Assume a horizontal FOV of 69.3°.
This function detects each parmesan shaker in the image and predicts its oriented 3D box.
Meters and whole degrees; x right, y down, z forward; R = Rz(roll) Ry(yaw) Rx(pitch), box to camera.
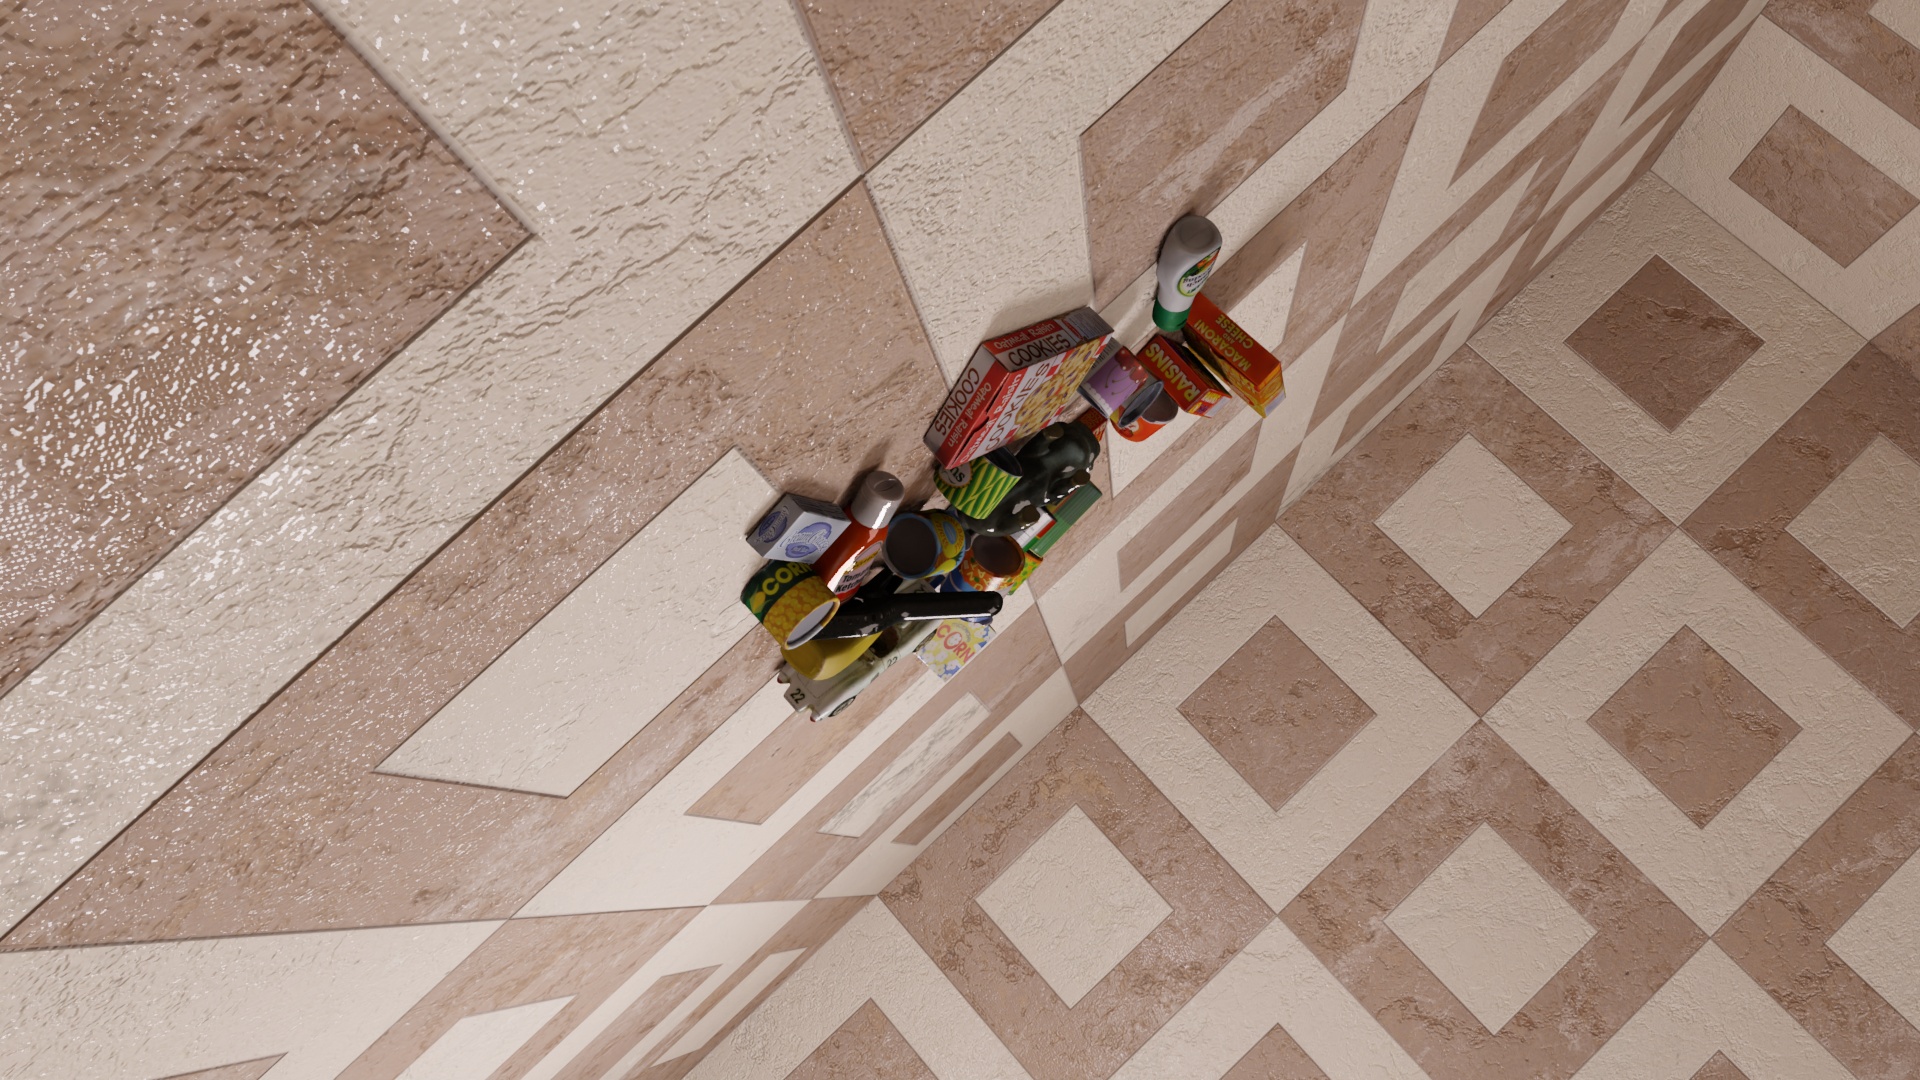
[{"bbox_3d":[0.104,-0.041,1.606,0.103,0.071,0.071,-47,165,7],"label":"parmesan shaker"}]

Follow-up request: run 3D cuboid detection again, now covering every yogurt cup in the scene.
[{"bbox_3d":[0.205,-0.148,1.577,0.073,0.072,0.053,-31,169,-38],"label":"yogurt cup"}]

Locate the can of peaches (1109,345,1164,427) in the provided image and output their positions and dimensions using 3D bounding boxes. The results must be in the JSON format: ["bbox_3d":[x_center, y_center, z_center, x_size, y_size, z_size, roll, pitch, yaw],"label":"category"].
[{"bbox_3d":[0.170,-0.161,1.459,0.071,0.058,0.071,-41,165,-13],"label":"can of peaches"}]

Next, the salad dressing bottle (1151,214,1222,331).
[{"bbox_3d":[0.215,-0.255,1.348,0.064,0.044,0.147,-38,164,-15],"label":"salad dressing bottle"}]

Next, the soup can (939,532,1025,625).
[{"bbox_3d":[0.025,0.039,1.466,0.072,0.071,0.083,-30,160,-41],"label":"soup can"}]

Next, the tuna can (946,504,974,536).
[{"bbox_3d":[0.005,-0.018,1.466,0.071,0.033,0.071,-40,165,-13],"label":"tuna can"}]

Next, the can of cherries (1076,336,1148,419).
[{"bbox_3d":[0.143,-0.162,1.364,0.058,0.071,0.071,-46,165,3],"label":"can of cherries"}]

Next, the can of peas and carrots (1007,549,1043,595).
[{"bbox_3d":[0.057,0.023,1.641,0.058,0.071,0.071,-49,164,16],"label":"can of peas and carrots"}]

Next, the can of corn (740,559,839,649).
[{"bbox_3d":[-0.147,0.052,1.212,0.071,0.058,0.071,-40,165,-13],"label":"can of corn"}]

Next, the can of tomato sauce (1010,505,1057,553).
[{"bbox_3d":[0.056,-0.016,1.541,0.083,0.071,0.071,-45,165,7],"label":"can of tomato sauce"}]

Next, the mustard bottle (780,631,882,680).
[{"bbox_3d":[-0.113,0.088,1.394,0.161,0.065,0.048,-28,155,-56],"label":"mustard bottle"}]

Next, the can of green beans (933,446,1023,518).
[{"bbox_3d":[0.016,-0.063,1.312,0.057,0.071,0.071,-49,164,21],"label":"can of green beans"}]

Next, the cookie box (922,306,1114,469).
[{"bbox_3d":[0.054,-0.138,1.254,0.168,0.040,0.122,-27,158,-47],"label":"cookie box"}]

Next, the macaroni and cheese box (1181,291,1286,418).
[{"bbox_3d":[0.307,-0.206,1.564,0.040,0.124,0.166,-46,164,6],"label":"macaroni and cheese box"}]

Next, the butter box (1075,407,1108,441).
[{"bbox_3d":[0.117,-0.102,1.547,0.104,0.024,0.053,-39,165,-16],"label":"butter box"}]

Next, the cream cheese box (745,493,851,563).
[{"bbox_3d":[-0.133,-0.009,1.153,0.053,0.024,0.104,-48,165,9],"label":"cream cheese box"}]

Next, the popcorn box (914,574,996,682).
[{"bbox_3d":[-0.026,0.094,1.572,0.085,0.038,0.126,-44,134,-3],"label":"popcorn box"}]

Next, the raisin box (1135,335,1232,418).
[{"bbox_3d":[0.251,-0.182,1.557,0.040,0.086,0.123,-43,166,17],"label":"raisin box"}]

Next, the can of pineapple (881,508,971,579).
[{"bbox_3d":[-0.034,0.003,1.354,0.070,0.071,0.058,-50,163,22],"label":"can of pineapple"}]

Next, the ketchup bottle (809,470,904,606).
[{"bbox_3d":[-0.095,-0.001,1.238,0.065,0.043,0.148,-27,157,-45],"label":"ketchup bottle"}]
